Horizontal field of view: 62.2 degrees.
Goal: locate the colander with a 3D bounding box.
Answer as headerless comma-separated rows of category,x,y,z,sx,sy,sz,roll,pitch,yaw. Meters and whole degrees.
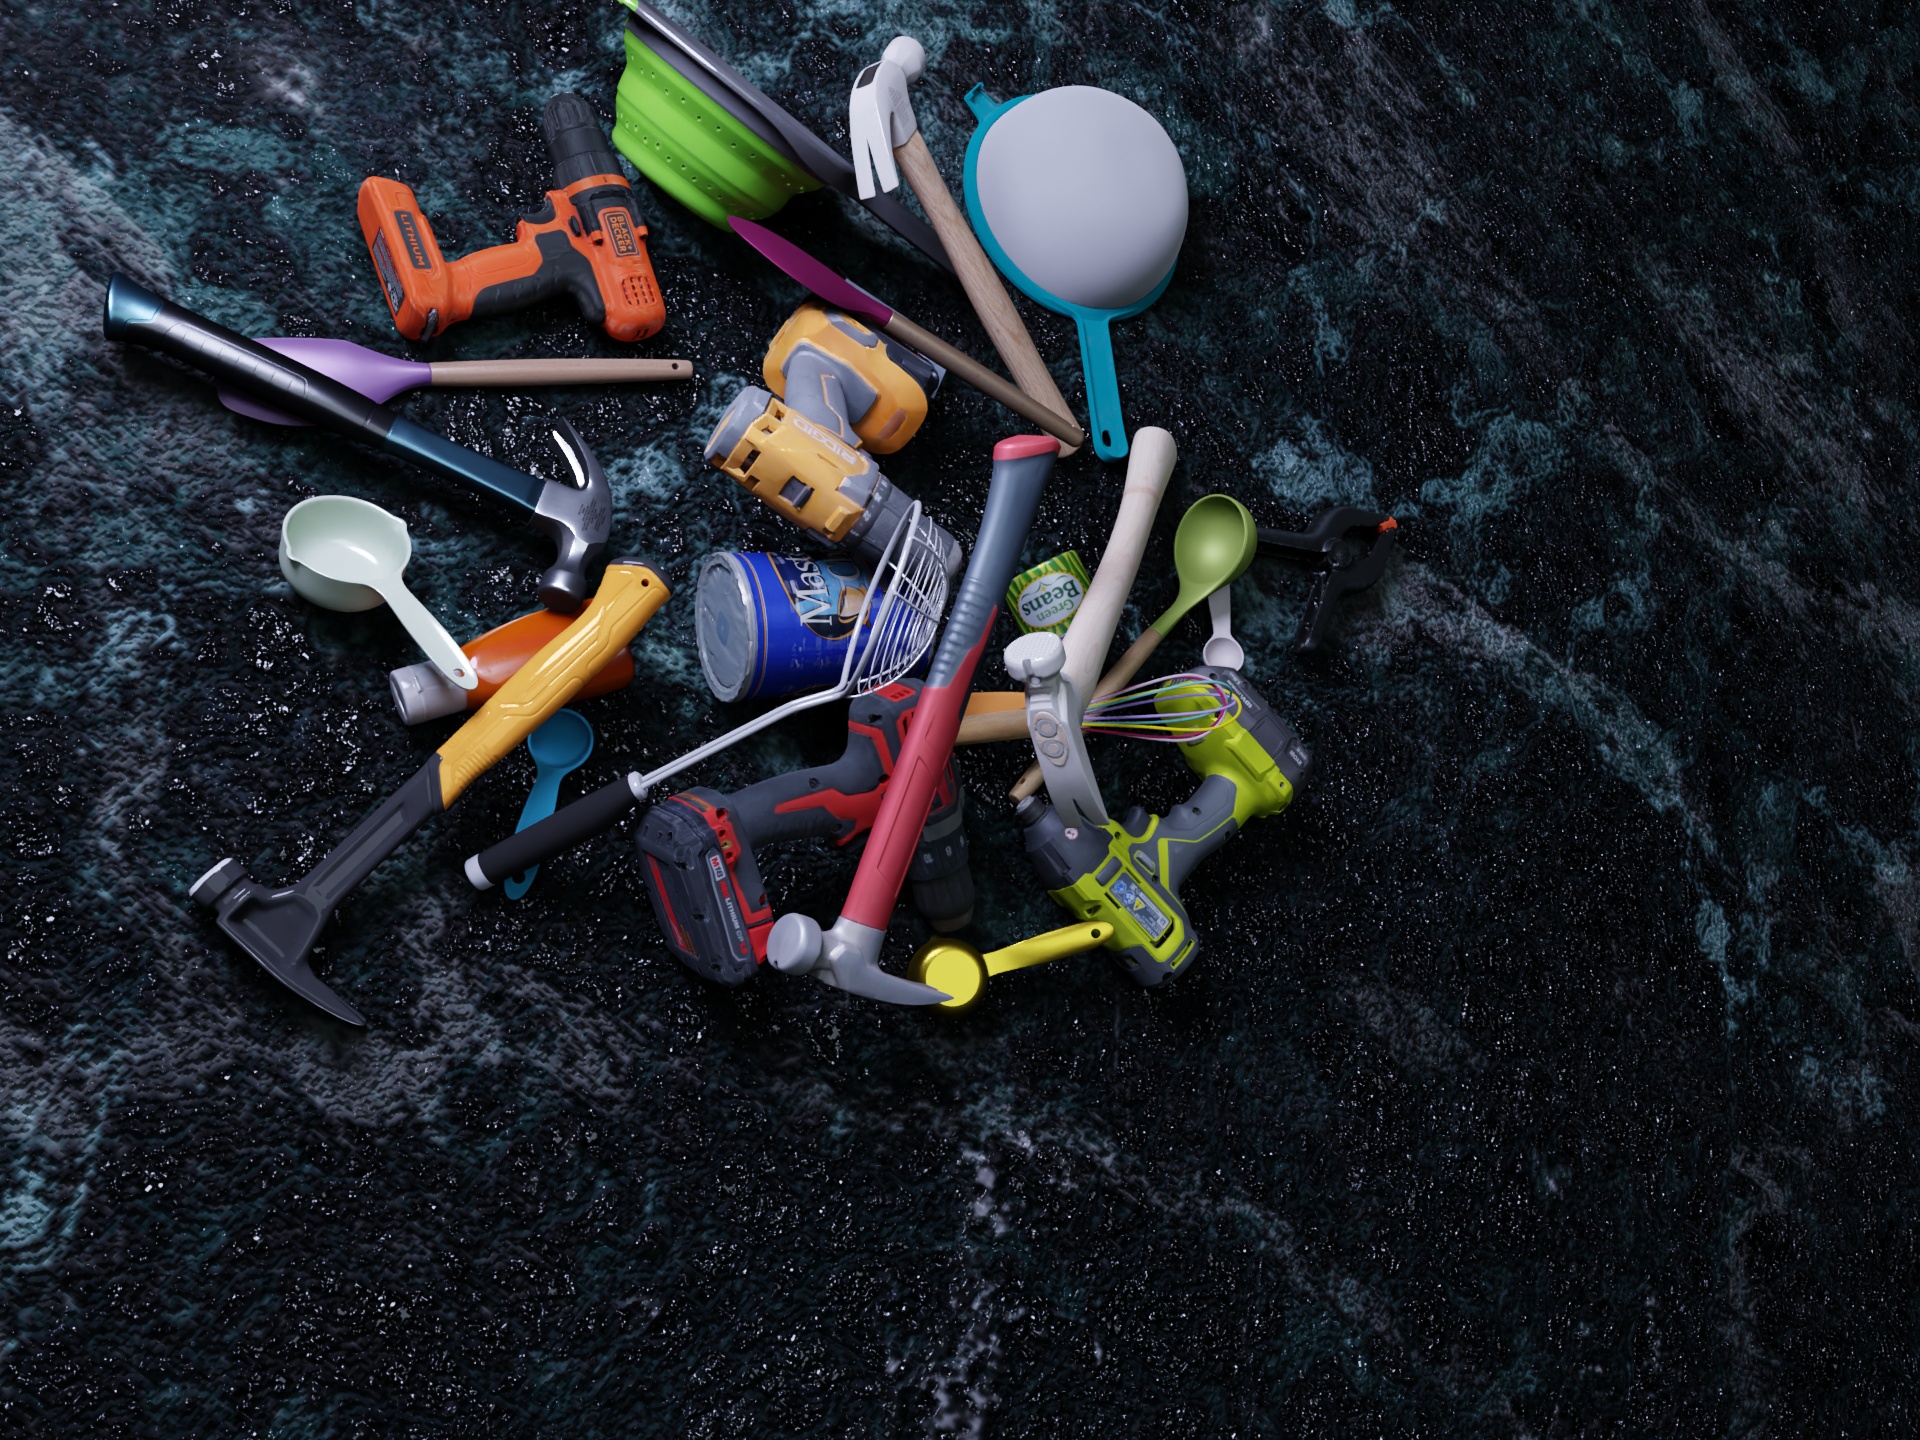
colander,-0.123,-0.388,1.189,0.396,0.205,0.094,29,107,-36

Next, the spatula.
spatula,-0.335,-0.234,1.083,0.315,0.018,0.060,-8,86,-27

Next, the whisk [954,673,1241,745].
whisk,0.087,-0.001,1.174,0.245,0.051,0.047,-6,68,-3

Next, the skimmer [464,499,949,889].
skimmer,-0.163,-0.012,0.991,0.363,0.127,0.090,-28,106,3

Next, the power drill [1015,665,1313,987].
power drill,0.155,0.068,1.220,0.171,0.080,0.223,47,64,-8

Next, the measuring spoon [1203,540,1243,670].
measuring spoon,0.214,-0.093,1.329,0.034,0.018,0.124,3,68,-9

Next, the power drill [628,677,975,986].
power drill,-0.090,0.094,1.073,0.226,0.080,0.187,-27,114,-29

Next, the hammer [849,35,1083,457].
hammer,0.011,-0.336,1.200,0.331,0.031,0.130,57,39,-32

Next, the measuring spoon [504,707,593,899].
measuring spoon,-0.275,0.055,1.041,0.042,0.021,0.129,17,78,-14

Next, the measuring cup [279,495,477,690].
measuring cup,-0.357,-0.070,0.989,0.168,0.038,0.083,47,42,12

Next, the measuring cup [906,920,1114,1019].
measuring cup,0.039,0.169,1.132,0.156,0.029,0.062,-15,85,-10

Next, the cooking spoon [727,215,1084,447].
cooking spoon,-0.033,-0.282,1.170,0.318,0.017,0.069,27,22,-27

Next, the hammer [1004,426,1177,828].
hammer,0.115,-0.096,1.176,0.411,0.038,0.146,-65,143,-50

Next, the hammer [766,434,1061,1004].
hammer,-0.002,-0.003,1.054,0.143,0.038,0.386,25,83,-40

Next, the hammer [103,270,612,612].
hammer,-0.378,-0.189,1.015,0.330,0.033,0.128,25,55,-19

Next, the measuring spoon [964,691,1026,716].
measuring spoon,0.016,-0.011,1.209,0.117,0.011,0.021,-7,80,-25

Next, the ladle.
ladle,0.132,-0.059,1.254,0.320,0.078,0.062,-48,123,-23

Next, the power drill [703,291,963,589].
power drill,-0.071,-0.194,1.114,0.185,0.084,0.226,33,33,-16

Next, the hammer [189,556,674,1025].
hammer,-0.299,0.028,0.982,0.127,0.034,0.337,45,74,-8

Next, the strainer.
strainer,0.122,-0.386,1.312,0.211,0.095,0.340,0,75,-27
